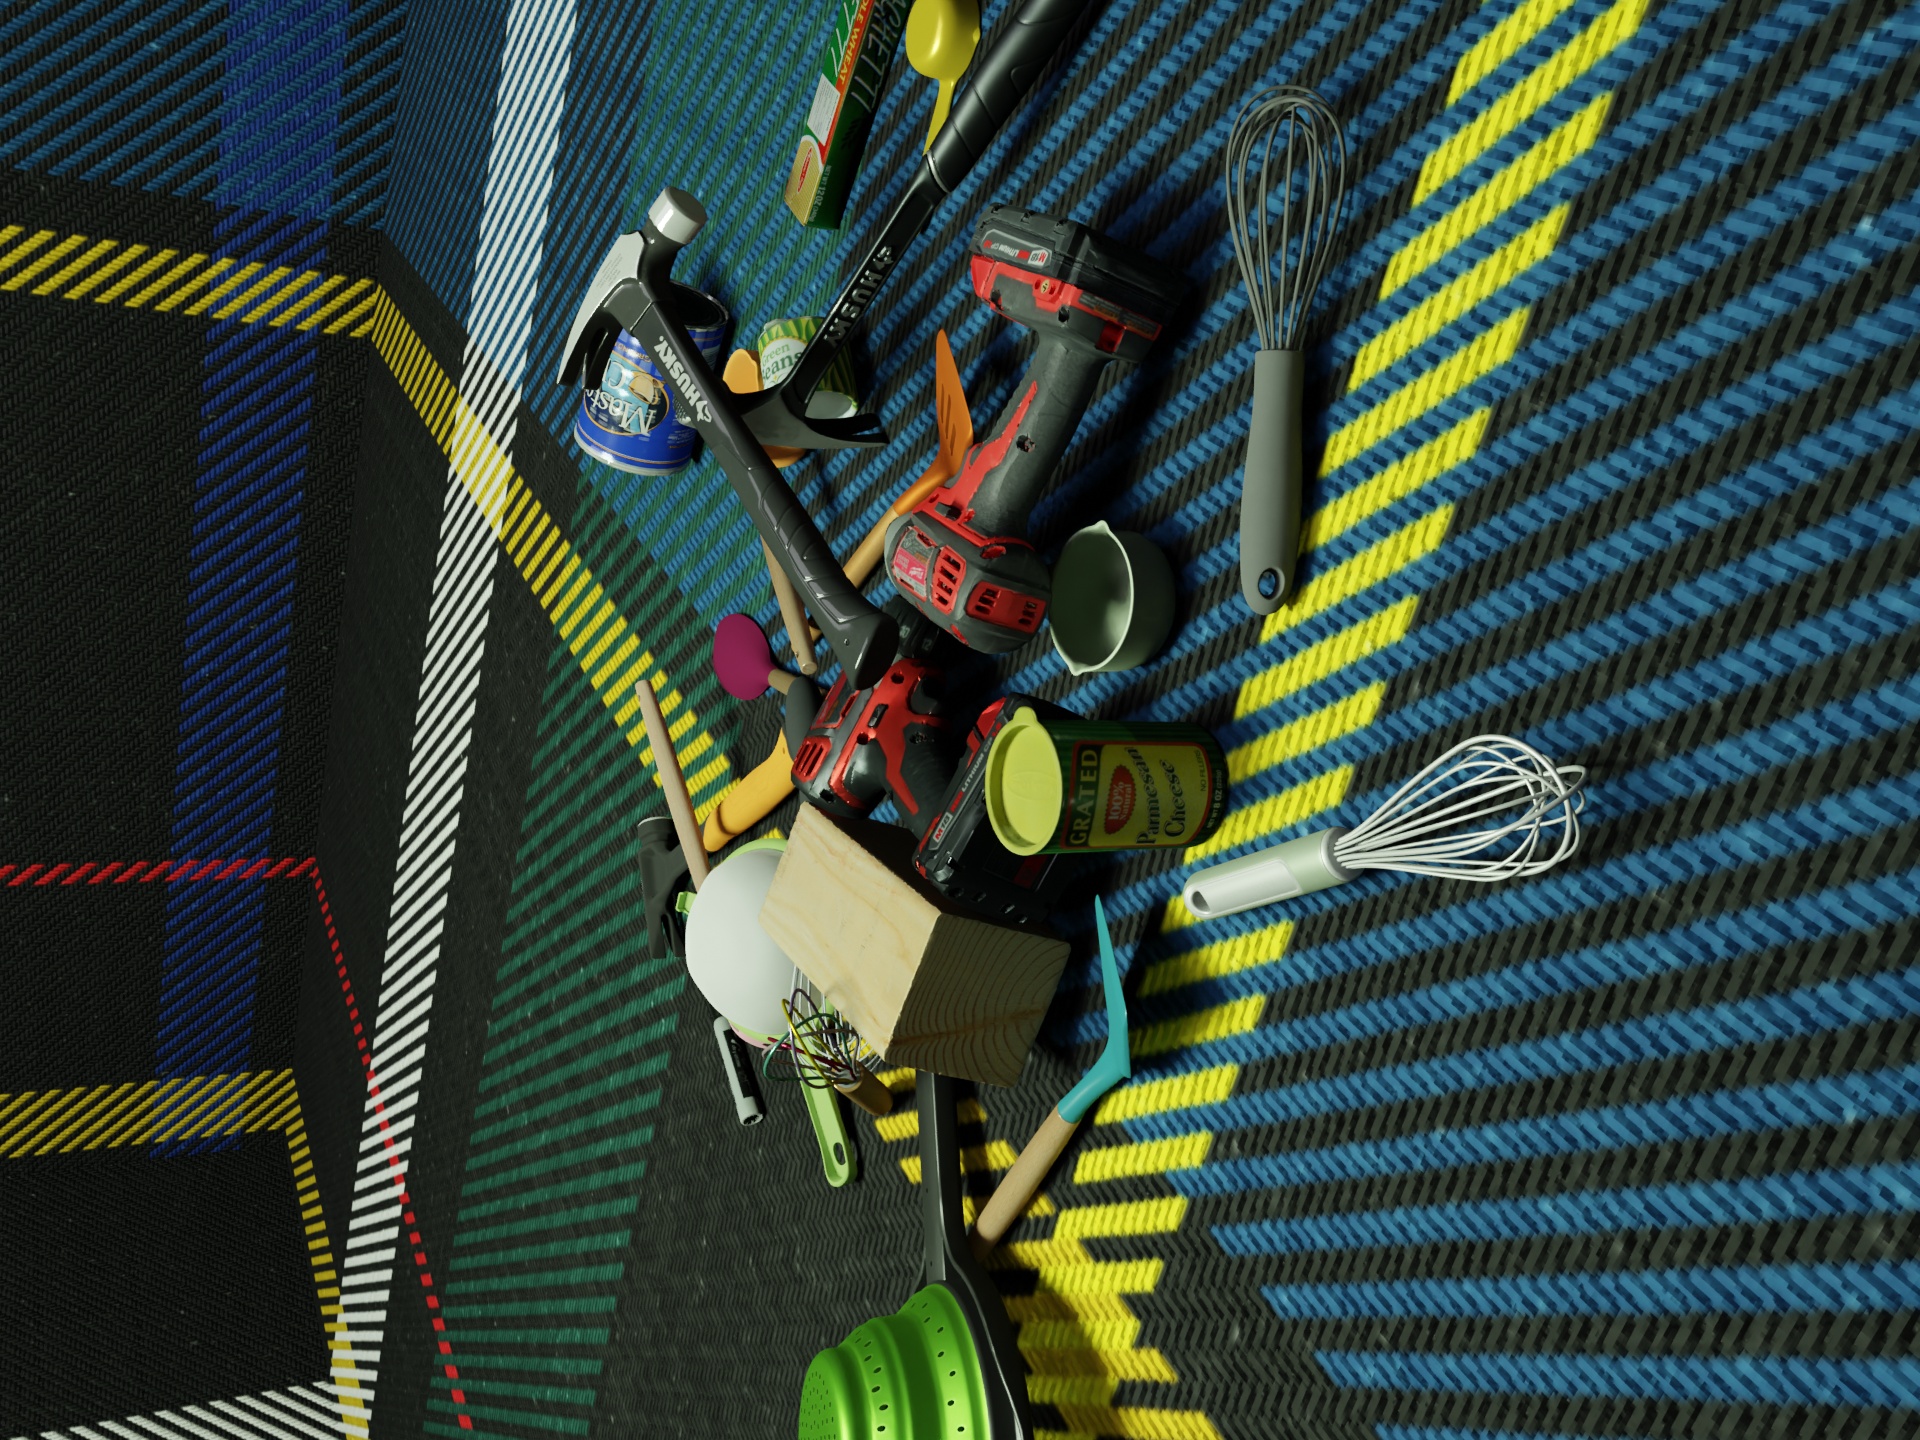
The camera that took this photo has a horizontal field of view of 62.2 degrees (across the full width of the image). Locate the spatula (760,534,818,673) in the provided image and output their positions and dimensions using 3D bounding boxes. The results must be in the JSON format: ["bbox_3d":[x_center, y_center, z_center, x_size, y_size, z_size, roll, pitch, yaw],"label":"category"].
[{"bbox_3d":[-0.146,-0.151,1.221,0.059,0.018,0.316,-60,36,38],"label":"spatula"}]

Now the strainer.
[{"bbox_3d":[-0.136,0.208,1.128,0.151,0.069,0.256,-31,69,31],"label":"strainer"}]

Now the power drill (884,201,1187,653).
[{"bbox_3d":[0.024,-0.157,0.859,0.143,0.078,0.219,41,112,56],"label":"power drill"}]

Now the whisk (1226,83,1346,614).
[{"bbox_3d":[0.145,-0.168,0.734,0.055,0.055,0.239,13,104,58],"label":"whisk"}]

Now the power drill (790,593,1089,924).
[{"bbox_3d":[-0.001,-0.003,0.921,0.227,0.080,0.188,34,96,55],"label":"power drill"}]

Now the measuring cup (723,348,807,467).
[{"bbox_3d":[-0.132,-0.199,1.184,0.095,0.052,0.174,-56,47,49],"label":"measuring cup"}]

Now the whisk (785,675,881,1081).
[{"bbox_3d":[-0.093,0.105,1.095,0.070,0.070,0.285,-30,63,55],"label":"whisk"}]

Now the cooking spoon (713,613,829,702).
[{"bbox_3d":[-0.130,-0.027,1.207,0.319,0.017,0.068,24,110,57],"label":"cooking spoon"}]

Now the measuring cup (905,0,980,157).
[{"bbox_3d":[-0.024,-0.396,1.034,0.062,0.029,0.156,35,117,54],"label":"measuring cup"}]

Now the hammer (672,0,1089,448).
[{"bbox_3d":[-0.019,-0.313,0.961,0.408,0.149,0.036,-48,50,35],"label":"hammer"}]

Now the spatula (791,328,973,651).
[{"bbox_3d":[-0.057,-0.130,1.070,0.322,0.041,0.081,-46,51,50],"label":"spatula"}]

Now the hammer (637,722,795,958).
[{"bbox_3d":[-0.190,0.089,1.288,0.337,0.034,0.127,-39,56,52],"label":"hammer"}]

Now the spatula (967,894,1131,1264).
[{"bbox_3d":[0.041,0.231,0.892,0.082,0.044,0.317,-100,28,-48],"label":"spatula"}]

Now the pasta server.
[{"bbox_3d":[-0.199,0.110,1.249,0.060,0.040,0.316,-41,64,48],"label":"pasta server"}]

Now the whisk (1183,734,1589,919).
[{"bbox_3d":[0.170,0.056,0.685,0.058,0.059,0.246,59,149,0],"label":"whisk"}]

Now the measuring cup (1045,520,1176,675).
[{"bbox_3d":[0.061,-0.076,0.877,0.168,0.038,0.083,31,115,57],"label":"measuring cup"}]

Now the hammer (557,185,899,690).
[{"bbox_3d":[-0.137,-0.157,0.970,0.146,0.035,0.335,-44,69,29],"label":"hammer"}]

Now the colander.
[{"bbox_3d":[-0.042,0.337,0.930,0.204,0.094,0.397,127,143,-59],"label":"colander"}]

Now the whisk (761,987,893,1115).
[{"bbox_3d":[-0.073,0.215,0.965,0.047,0.244,0.051,27,74,19],"label":"whisk"}]
